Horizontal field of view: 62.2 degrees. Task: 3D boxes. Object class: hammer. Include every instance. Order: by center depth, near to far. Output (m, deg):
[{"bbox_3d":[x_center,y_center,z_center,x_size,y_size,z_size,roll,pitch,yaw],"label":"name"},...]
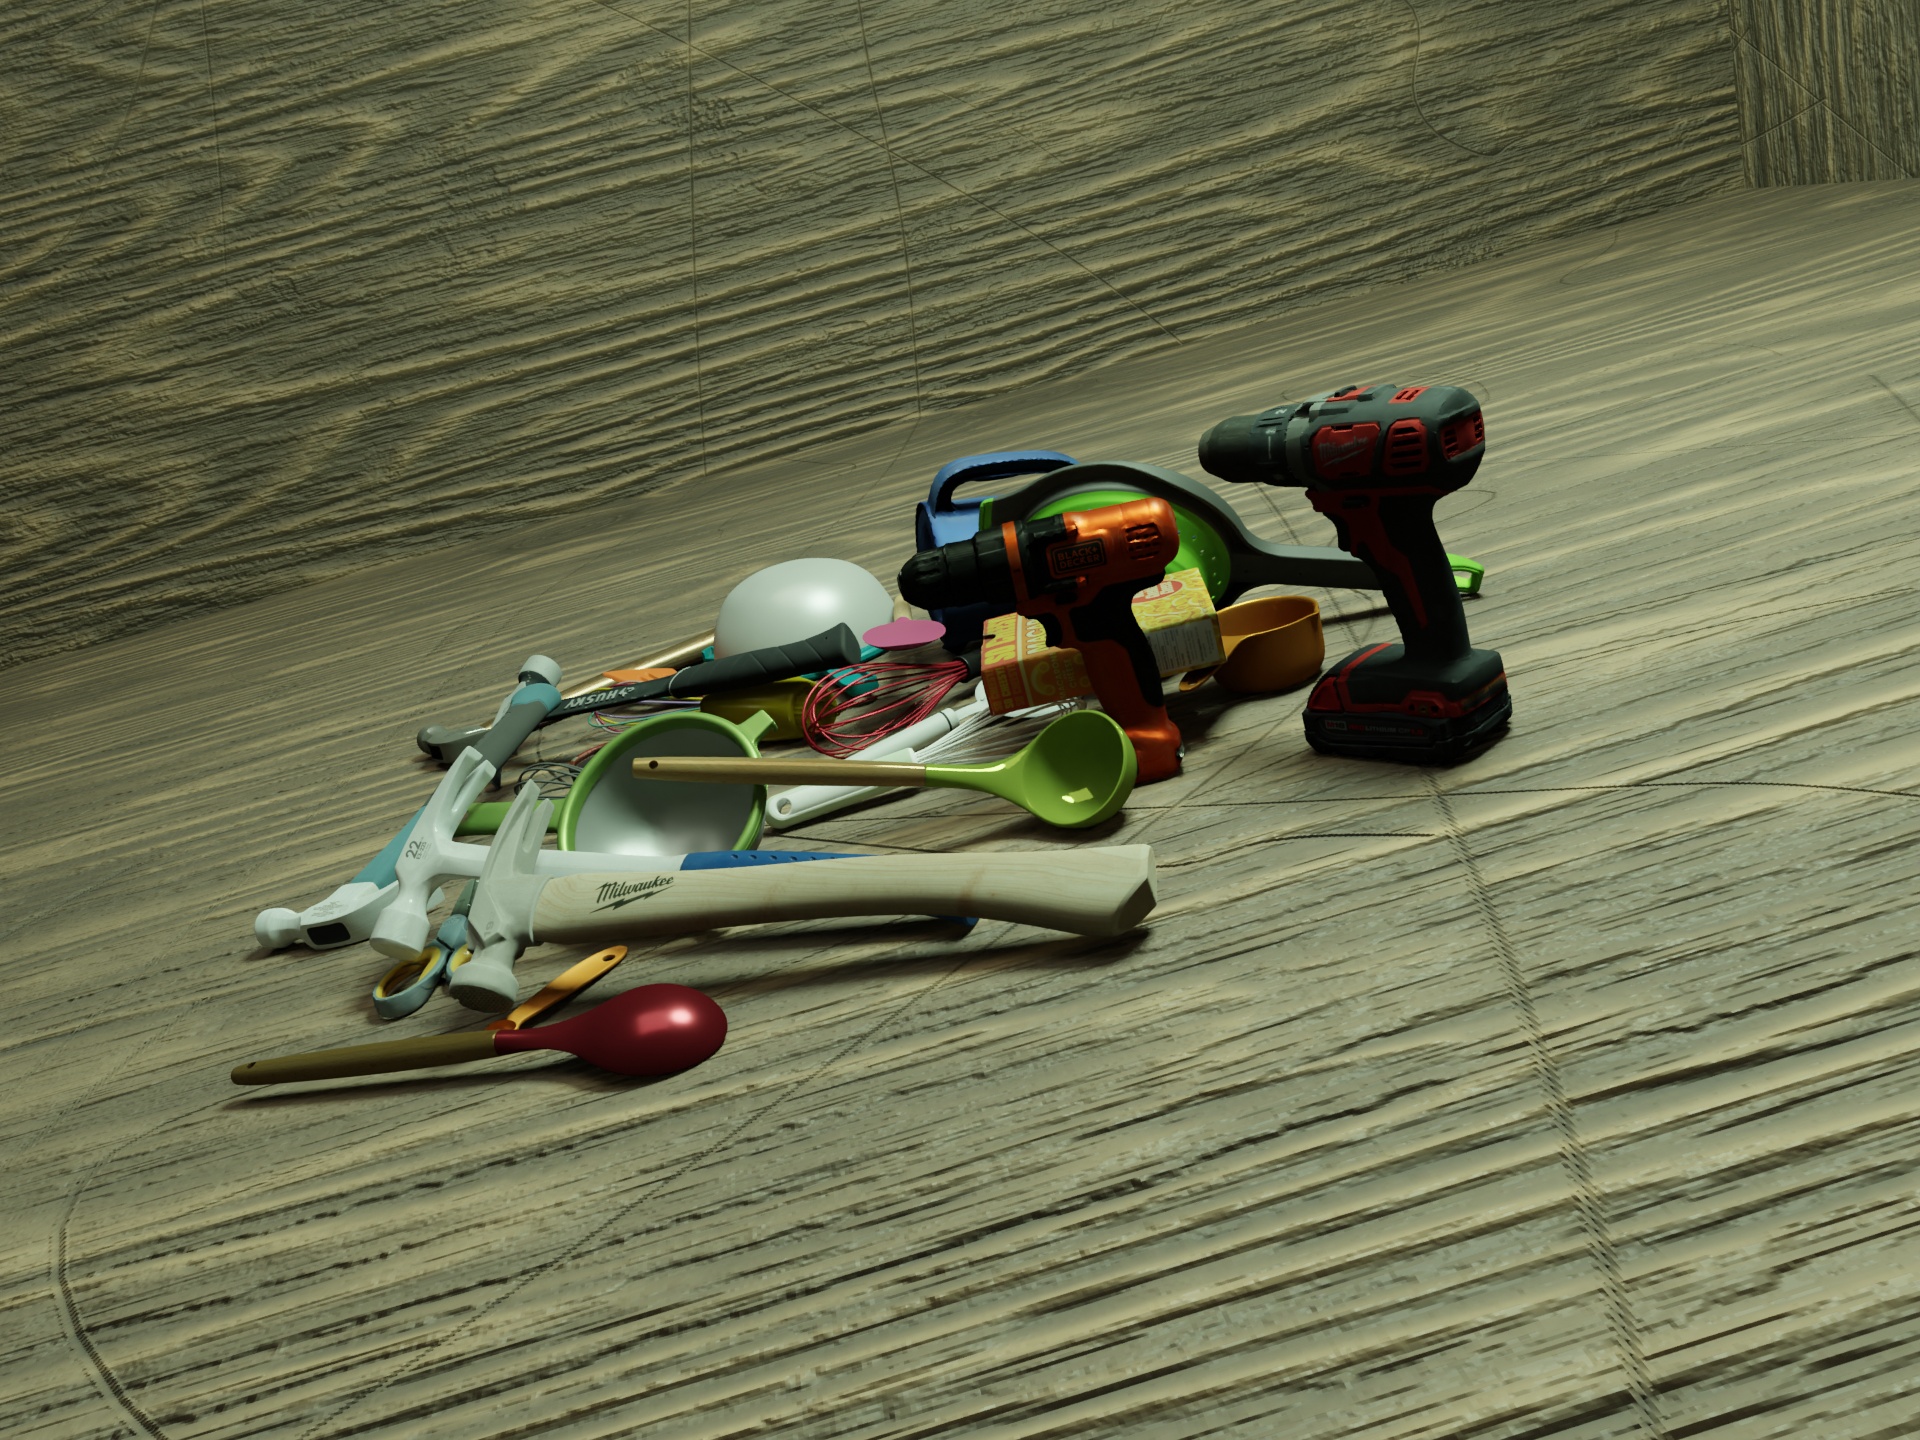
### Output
[{"bbox_3d":[-0.093,0.090,0.909,0.410,0.038,0.146,-5,53,17],"label":"hammer"},{"bbox_3d":[-0.179,0.089,0.989,0.405,0.035,0.144,1,61,21],"label":"hammer"},{"bbox_3d":[-0.414,0.067,1.274,0.128,0.033,0.331,-6,30,22],"label":"hammer"},{"bbox_3d":[-0.257,-0.027,1.376,0.409,0.036,0.149,-10,41,31],"label":"hammer"},{"bbox_3d":[-0.378,-0.029,1.618,0.331,0.031,0.130,-25,20,-29],"label":"hammer"}]

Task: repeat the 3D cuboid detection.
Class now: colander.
[{"bbox_3d":[0.205,-0.097,1.249,0.397,0.204,0.095,4,56,9],"label":"colander"}]

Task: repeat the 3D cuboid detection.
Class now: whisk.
[{"bbox_3d":[-0.025,0.028,1.142,0.246,0.058,0.059,-20,-17,0],"label":"whisk"},{"bbox_3d":[-0.254,0.059,1.234,0.239,0.055,0.055,0,23,28],"label":"whisk"},{"bbox_3d":[-0.013,-0.037,1.308,0.296,0.073,0.073,-23,19,-39],"label":"whisk"},{"bbox_3d":[-0.243,-0.016,1.455,0.245,0.047,0.051,-3,20,24],"label":"whisk"}]

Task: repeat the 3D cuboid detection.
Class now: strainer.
[{"bbox_3d":[-0.238,0.076,1.085,0.256,0.069,0.152,-3,59,20],"label":"strainer"},{"bbox_3d":[-0.002,-0.004,1.232,0.258,0.050,0.087,-27,35,-23],"label":"strainer"},{"bbox_3d":[-0.142,-0.096,1.525,0.211,0.095,0.340,-19,17,-13],"label":"strainer"}]

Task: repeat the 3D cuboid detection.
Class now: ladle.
[{"bbox_3d":[-0.280,0.184,0.895,0.315,0.031,0.069,-10,28,17],"label":"ladle"},{"bbox_3d":[-0.049,0.029,1.007,0.320,0.078,0.062,1,-25,-1],"label":"ladle"}]

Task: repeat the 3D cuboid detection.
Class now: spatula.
[{"bbox_3d":[-0.217,-0.047,1.481,0.081,0.041,0.323,-6,-2,-44],"label":"spatula"}]

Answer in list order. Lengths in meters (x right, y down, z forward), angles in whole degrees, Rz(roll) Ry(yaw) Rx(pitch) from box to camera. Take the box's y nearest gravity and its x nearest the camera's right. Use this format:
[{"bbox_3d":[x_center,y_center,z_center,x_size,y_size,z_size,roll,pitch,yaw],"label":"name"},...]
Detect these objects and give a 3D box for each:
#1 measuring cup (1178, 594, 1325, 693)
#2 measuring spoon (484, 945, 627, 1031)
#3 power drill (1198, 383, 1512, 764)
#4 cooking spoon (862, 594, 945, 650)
[{"bbox_3d":[0.202,-0.037,1.142,0.095,0.052,0.173,-1,24,36],"label":"measuring cup"},{"bbox_3d":[-0.242,0.166,0.962,0.021,0.011,0.117,8,24,29],"label":"measuring spoon"},{"bbox_3d":[0.244,-0.095,0.993,0.080,0.226,0.188,-29,22,-37],"label":"power drill"},{"bbox_3d":[-0.051,-0.088,1.412,0.068,0.017,0.319,-7,11,-1],"label":"cooking spoon"}]
